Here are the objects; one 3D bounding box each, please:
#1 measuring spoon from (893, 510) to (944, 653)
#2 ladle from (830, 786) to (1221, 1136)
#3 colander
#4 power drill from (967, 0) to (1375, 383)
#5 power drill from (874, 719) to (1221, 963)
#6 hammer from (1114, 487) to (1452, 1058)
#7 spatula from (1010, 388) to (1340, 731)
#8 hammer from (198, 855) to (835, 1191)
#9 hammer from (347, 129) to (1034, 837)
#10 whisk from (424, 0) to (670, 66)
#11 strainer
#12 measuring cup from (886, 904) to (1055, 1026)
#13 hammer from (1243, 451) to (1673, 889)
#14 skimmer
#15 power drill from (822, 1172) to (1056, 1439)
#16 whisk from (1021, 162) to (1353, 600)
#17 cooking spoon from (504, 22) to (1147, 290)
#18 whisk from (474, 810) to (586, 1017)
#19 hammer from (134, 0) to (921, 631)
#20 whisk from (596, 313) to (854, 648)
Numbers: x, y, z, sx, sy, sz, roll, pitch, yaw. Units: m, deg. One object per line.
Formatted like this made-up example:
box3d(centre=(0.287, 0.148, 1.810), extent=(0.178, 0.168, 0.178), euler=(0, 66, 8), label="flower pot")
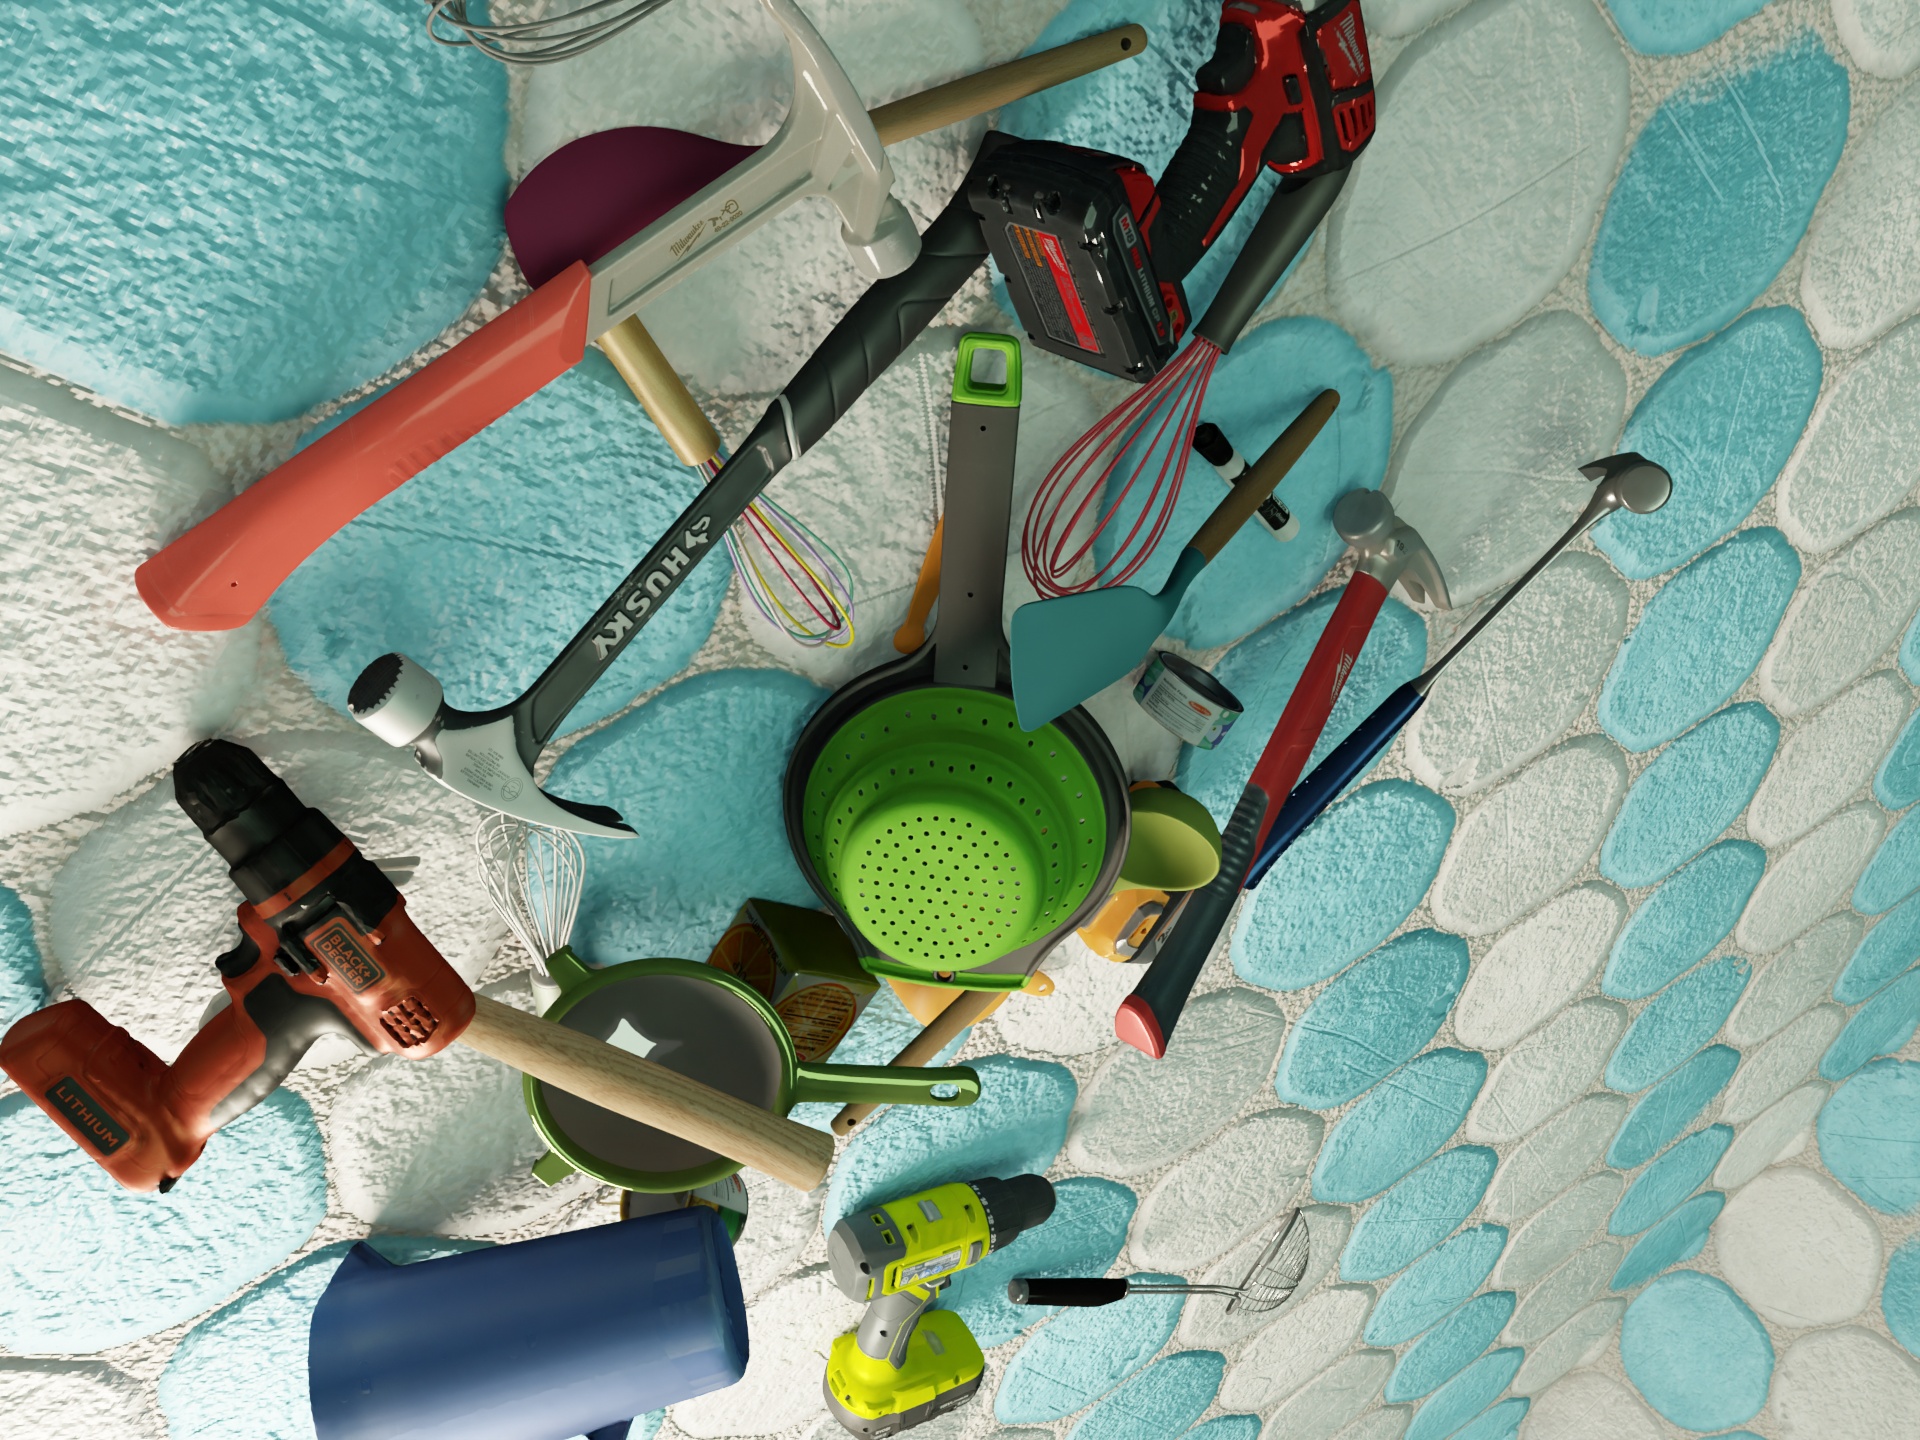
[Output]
box3d(centre=(-0.011, -0.086, 0.893), extent=(0.021, 0.011, 0.117), euler=(3, 122, -37), label="measuring spoon")
box3d(centre=(0.033, 0.159, 0.990), extent=(0.320, 0.062, 0.078), euler=(-44, 111, 10), label="ladle")
box3d(centre=(-0.001, -0.003, 0.858), extent=(0.204, 0.094, 0.396), euler=(6, 114, 4), label="colander")
box3d(centre=(0.111, -0.279, 0.751), extent=(0.220, 0.079, 0.143), euler=(-48, 140, -15), label="power drill")
box3d(centre=(0.068, 0.065, 1.029), extent=(0.226, 0.084, 0.185), euler=(16, 113, -37), label="power drill")
box3d(centre=(0.211, 0.046, 1.048), extent=(0.143, 0.038, 0.386), euler=(36, 79, -48), label="hammer")
box3d(centre=(0.131, -0.108, 0.882), extent=(0.317, 0.044, 0.082), euler=(-47, 144, -36), label="spatula")
box3d(centre=(-0.216, 0.173, 0.841), extent=(0.331, 0.031, 0.130), euler=(27, 106, -16), label="hammer")
box3d(centre=(-0.091, -0.118, 0.742), extent=(0.409, 0.036, 0.149), euler=(-49, 132, -6), label="hammer")
box3d(centre=(-0.097, -0.302, 0.632), extent=(0.239, 0.055, 0.055), euler=(-23, 135, -25), label="whisk")
box3d(centre=(-0.117, 0.192, 0.916), extent=(0.256, 0.069, 0.151), euler=(5, 110, -11), label="strainer")
box3d(centre=(0.024, 0.183, 1.108), extent=(0.173, 0.052, 0.095), euler=(29, 105, -44), label="measuring cup")
box3d(centre=(0.335, -0.031, 1.135), extent=(0.405, 0.035, 0.144), euler=(-49, 179, 19), label="hammer")
box3d(centre=(0.193, 0.521, 1.527), extent=(0.363, 0.090, 0.127), euler=(11, 121, -29), label="skimmer")
box3d(centre=(-0.022, 0.468, 1.296), extent=(0.190, 0.080, 0.228), euler=(-9, 126, -29), label="power drill")
box3d(centre=(0.126, -0.190, 0.872), extent=(0.073, 0.073, 0.296), euler=(23, 104, -44), label="whisk")
box3d(centre=(-0.049, -0.261, 0.711), extent=(0.319, 0.017, 0.068), euler=(-26, 118, -18), label="cooking spoon")
box3d(centre=(-0.231, 0.136, 0.897), extent=(0.059, 0.058, 0.246), euler=(6, 133, 3), label="whisk")
box3d(centre=(-0.192, -0.155, 0.655), extent=(0.359, 0.037, 0.149), euler=(-33, 141, 2), label="hammer")
box3d(centre=(-0.112, -0.116, 0.775), extent=(0.051, 0.047, 0.244), euler=(-36, 134, -4), label="whisk")
